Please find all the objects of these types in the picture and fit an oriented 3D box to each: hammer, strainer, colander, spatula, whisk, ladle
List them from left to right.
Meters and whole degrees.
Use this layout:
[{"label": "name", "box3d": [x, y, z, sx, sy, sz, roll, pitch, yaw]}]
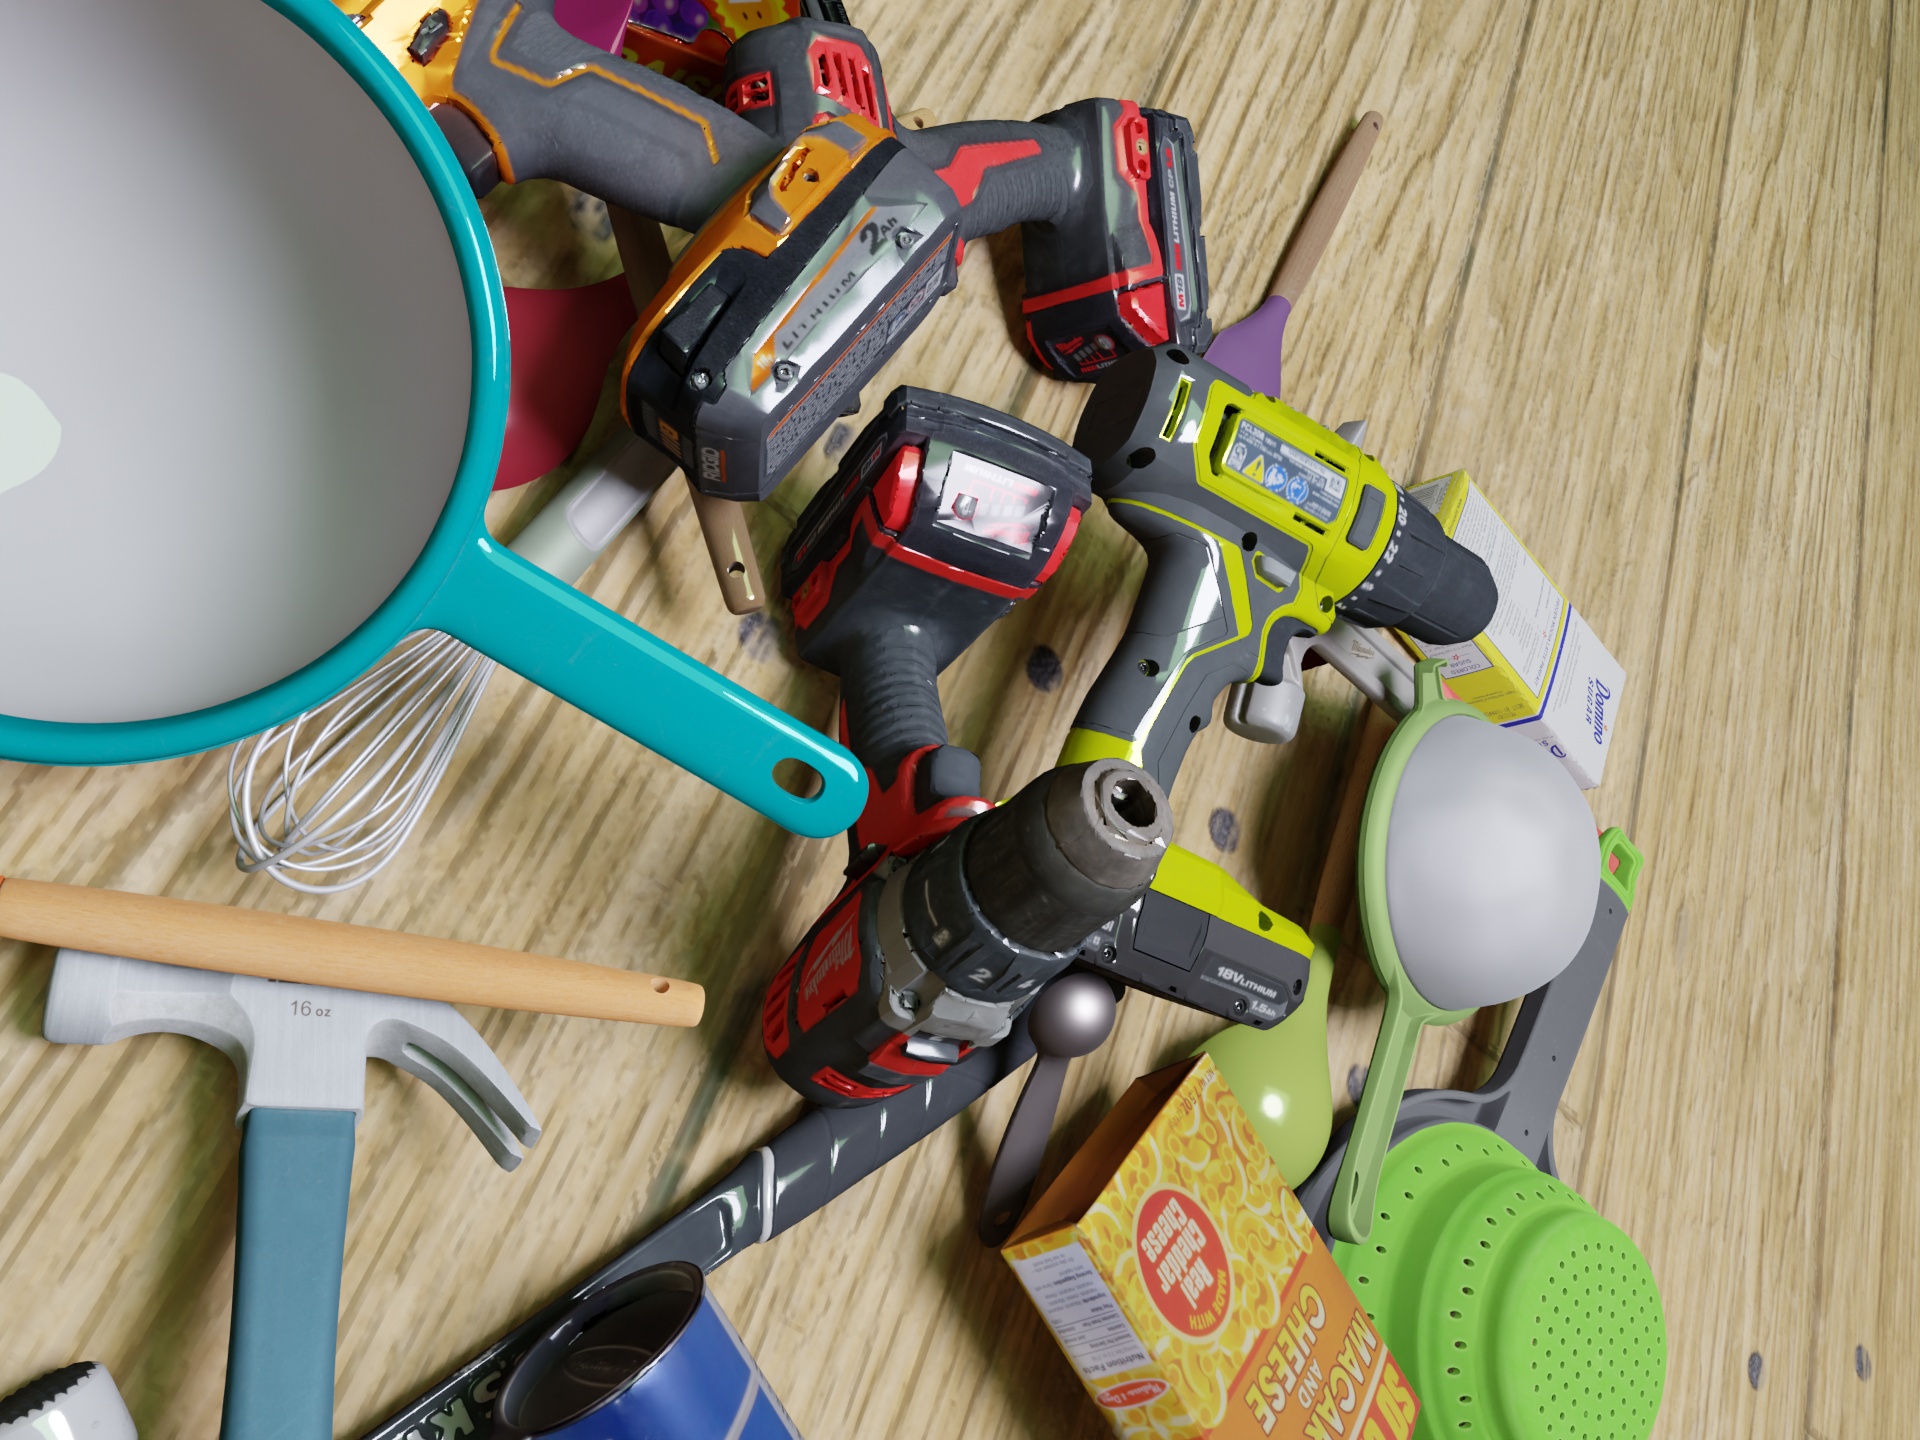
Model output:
[{"label": "whisk", "box3d": [-0.264, -0.166, 0.470, 0.055, 0.055, 0.238, -45, 111, -38]}, {"label": "spatula", "box3d": [-0.220, 0.046, 0.409, 0.322, 0.041, 0.081, 13, 35, -22]}, {"label": "hammer", "box3d": [-0.164, 0.203, 0.370, 0.128, 0.033, 0.331, 9, 51, -27]}, {"label": "strainer", "box3d": [-0.175, -0.068, 0.443, 0.340, 0.095, 0.211, 32, 94, -17]}, {"label": "whisk", "box3d": [-0.149, -0.039, 0.523, 0.057, 0.059, 0.246, 54, 46, -26]}, {"label": "ladle", "box3d": [-0.098, -0.183, 0.621, 0.069, 0.031, 0.315, 53, 50, -12]}, {"label": "hammer", "box3d": [-0.078, 0.172, 0.525, 0.409, 0.036, 0.149, -27, 95, -41]}, {"label": "spatula", "box3d": [0.183, -0.240, 0.868, 0.059, 0.018, 0.316, 43, 56, -22]}, {"label": "ladle", "box3d": [0.168, 0.083, 0.754, 0.078, 0.062, 0.320, 48, 46, -22]}, {"label": "hammer", "box3d": [0.253, 0.004, 0.795, 0.358, 0.037, 0.149, 32, 70, -40]}, {"label": "strainer", "box3d": [0.223, 0.108, 0.690, 0.151, 0.069, 0.256, 45, 58, -36]}, {"label": "colander", "box3d": [0.278, 0.207, 0.734, 0.204, 0.094, 0.397, 44, 61, -21]}]

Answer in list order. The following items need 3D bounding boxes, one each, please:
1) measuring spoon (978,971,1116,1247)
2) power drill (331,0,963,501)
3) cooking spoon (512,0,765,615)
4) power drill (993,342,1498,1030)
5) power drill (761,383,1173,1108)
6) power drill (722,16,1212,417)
[{"label": "measuring spoon", "box3d": [0.031, 0.148, 0.583, 0.034, 0.018, 0.124, 3, 115, -32]}, {"label": "power drill", "box3d": [-0.132, -0.174, 0.514, 0.226, 0.084, 0.164, 38, 75, 3]}, {"label": "cooking spoon", "box3d": [-0.120, -0.190, 0.570, 0.068, 0.017, 0.319, -16, 84, -12]}, {"label": "power drill", "box3d": [0.108, -0.006, 0.612, 0.190, 0.080, 0.228, 24, 80, -24]}, {"label": "power drill", "box3d": [-0.001, -0.002, 0.523, 0.080, 0.188, 0.227, 17, 54, -24]}, {"label": "power drill", "box3d": [0.004, -0.195, 0.655, 0.219, 0.078, 0.143, -9, 95, -42]}]
